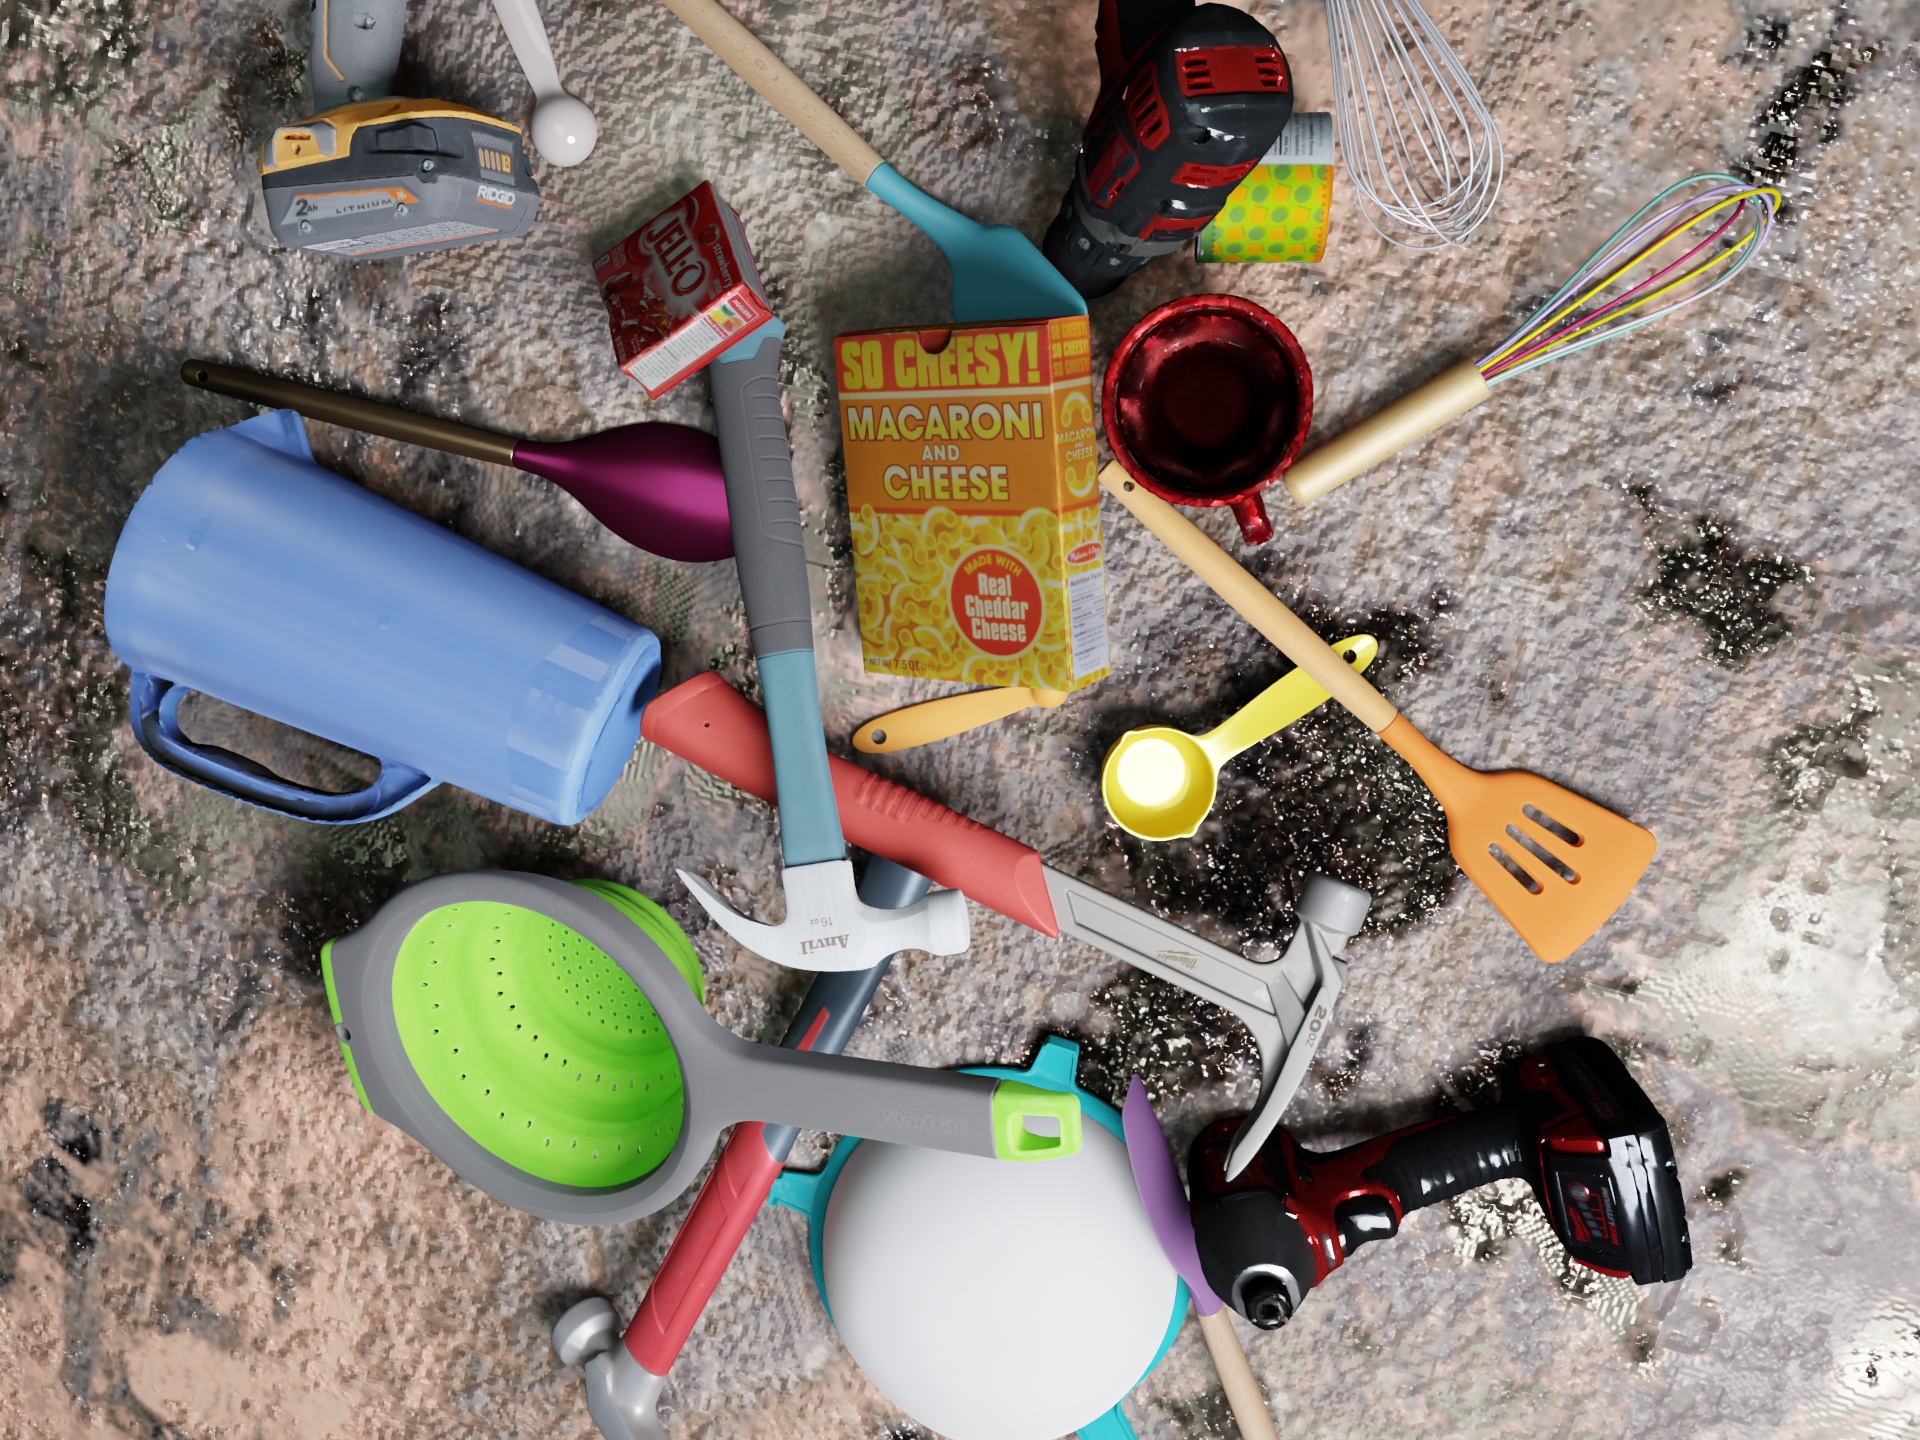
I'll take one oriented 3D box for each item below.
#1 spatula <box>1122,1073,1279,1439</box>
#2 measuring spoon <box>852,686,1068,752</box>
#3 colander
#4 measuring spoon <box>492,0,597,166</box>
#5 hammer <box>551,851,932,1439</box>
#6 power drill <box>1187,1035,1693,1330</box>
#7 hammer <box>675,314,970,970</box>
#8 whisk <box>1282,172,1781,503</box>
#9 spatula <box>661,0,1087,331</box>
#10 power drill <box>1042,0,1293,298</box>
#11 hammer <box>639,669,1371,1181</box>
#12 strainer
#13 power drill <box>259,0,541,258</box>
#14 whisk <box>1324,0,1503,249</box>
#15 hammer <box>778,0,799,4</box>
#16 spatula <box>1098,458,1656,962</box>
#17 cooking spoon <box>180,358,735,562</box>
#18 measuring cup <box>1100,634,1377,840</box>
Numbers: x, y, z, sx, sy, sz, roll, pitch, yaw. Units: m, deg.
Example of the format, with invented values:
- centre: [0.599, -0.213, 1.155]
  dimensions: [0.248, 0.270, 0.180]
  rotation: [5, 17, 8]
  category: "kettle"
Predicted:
- centre: [0.138, 0.329, 0.833]
  dimensions: [0.018, 0.060, 0.315]
  rotation: [-15, 106, 22]
  category: "spatula"
- centre: [-0.001, -0.003, 0.816]
  dimensions: [0.117, 0.011, 0.021]
  rotation: [-15, 98, 11]
  category: "measuring spoon"
- centre: [-0.123, 0.153, 0.791]
  dimensions: [0.397, 0.094, 0.204]
  rotation: [3, 114, 20]
  category: "colander"
- centre: [-0.215, -0.335, 0.782]
  dimensions: [0.034, 0.018, 0.124]
  rotation: [-20, 96, 11]
  category: "measuring spoon"
- centre: [-0.091, 0.220, 0.829]
  dimensions: [0.143, 0.038, 0.386]
  rotation: [36, 102, 39]
  category: "hammer"
- centre: [0.219, 0.228, 0.762]
  dimensions: [0.219, 0.143, 0.078]
  rotation: [-13, 101, 8]
  category: "power drill"
- centre: [-0.084, -0.044, 0.759]
  dimensions: [0.128, 0.033, 0.331]
  rotation: [-10, 80, 4]
  category: "hammer"
- centre: [0.258, -0.173, 0.733]
  dimensions: [0.245, 0.047, 0.051]
  rotation: [-31, 96, 15]
  category: "whisk"
- centre: [-0.064, -0.276, 0.758]
  dimensions: [0.317, 0.044, 0.082]
  rotation: [43, 136, 1]
  category: "spatula"
- centre: [0.062, -0.307, 0.687]
  dimensions: [0.080, 0.188, 0.227]
  rotation: [-10, 85, -16]
  category: "power drill"
- centre: [0.004, 0.077, 0.770]
  dimensions: [0.359, 0.036, 0.149]
  rotation: [24, 91, 9]
  category: "hammer"
- centre: [0.047, 0.351, 0.832]
  dimensions: [0.211, 0.095, 0.340]
  rotation: [-29, 94, 12]
  category: "strainer"
- centre: [-0.253, -0.343, 0.741]
  dimensions: [0.185, 0.084, 0.226]
  rotation: [-1, 98, 24]
  category: "power drill"
- centre: [0.171, -0.345, 0.708]
  dimensions: [0.070, 0.070, 0.284]
  rotation: [-21, 92, 11]
  category: "whisk"
- centre: [-0.069, -0.508, 0.703]
  dimensions: [0.130, 0.031, 0.331]
  rotation: [-7, 94, 46]
  category: "hammer"
- centre: [0.190, -0.015, 0.762]
  dimensions: [0.322, 0.041, 0.081]
  rotation: [41, 91, -6]
  category: "spatula"
- centre: [-0.253, -0.144, 0.823]
  dimensions: [0.319, 0.017, 0.068]
  rotation: [14, 101, 5]
  category: "cooking spoon"
- centre: [0.139, 0.003, 0.796]
  dimensions: [0.156, 0.029, 0.062]
  rotation: [-33, 97, 1]
  category: "measuring cup"
